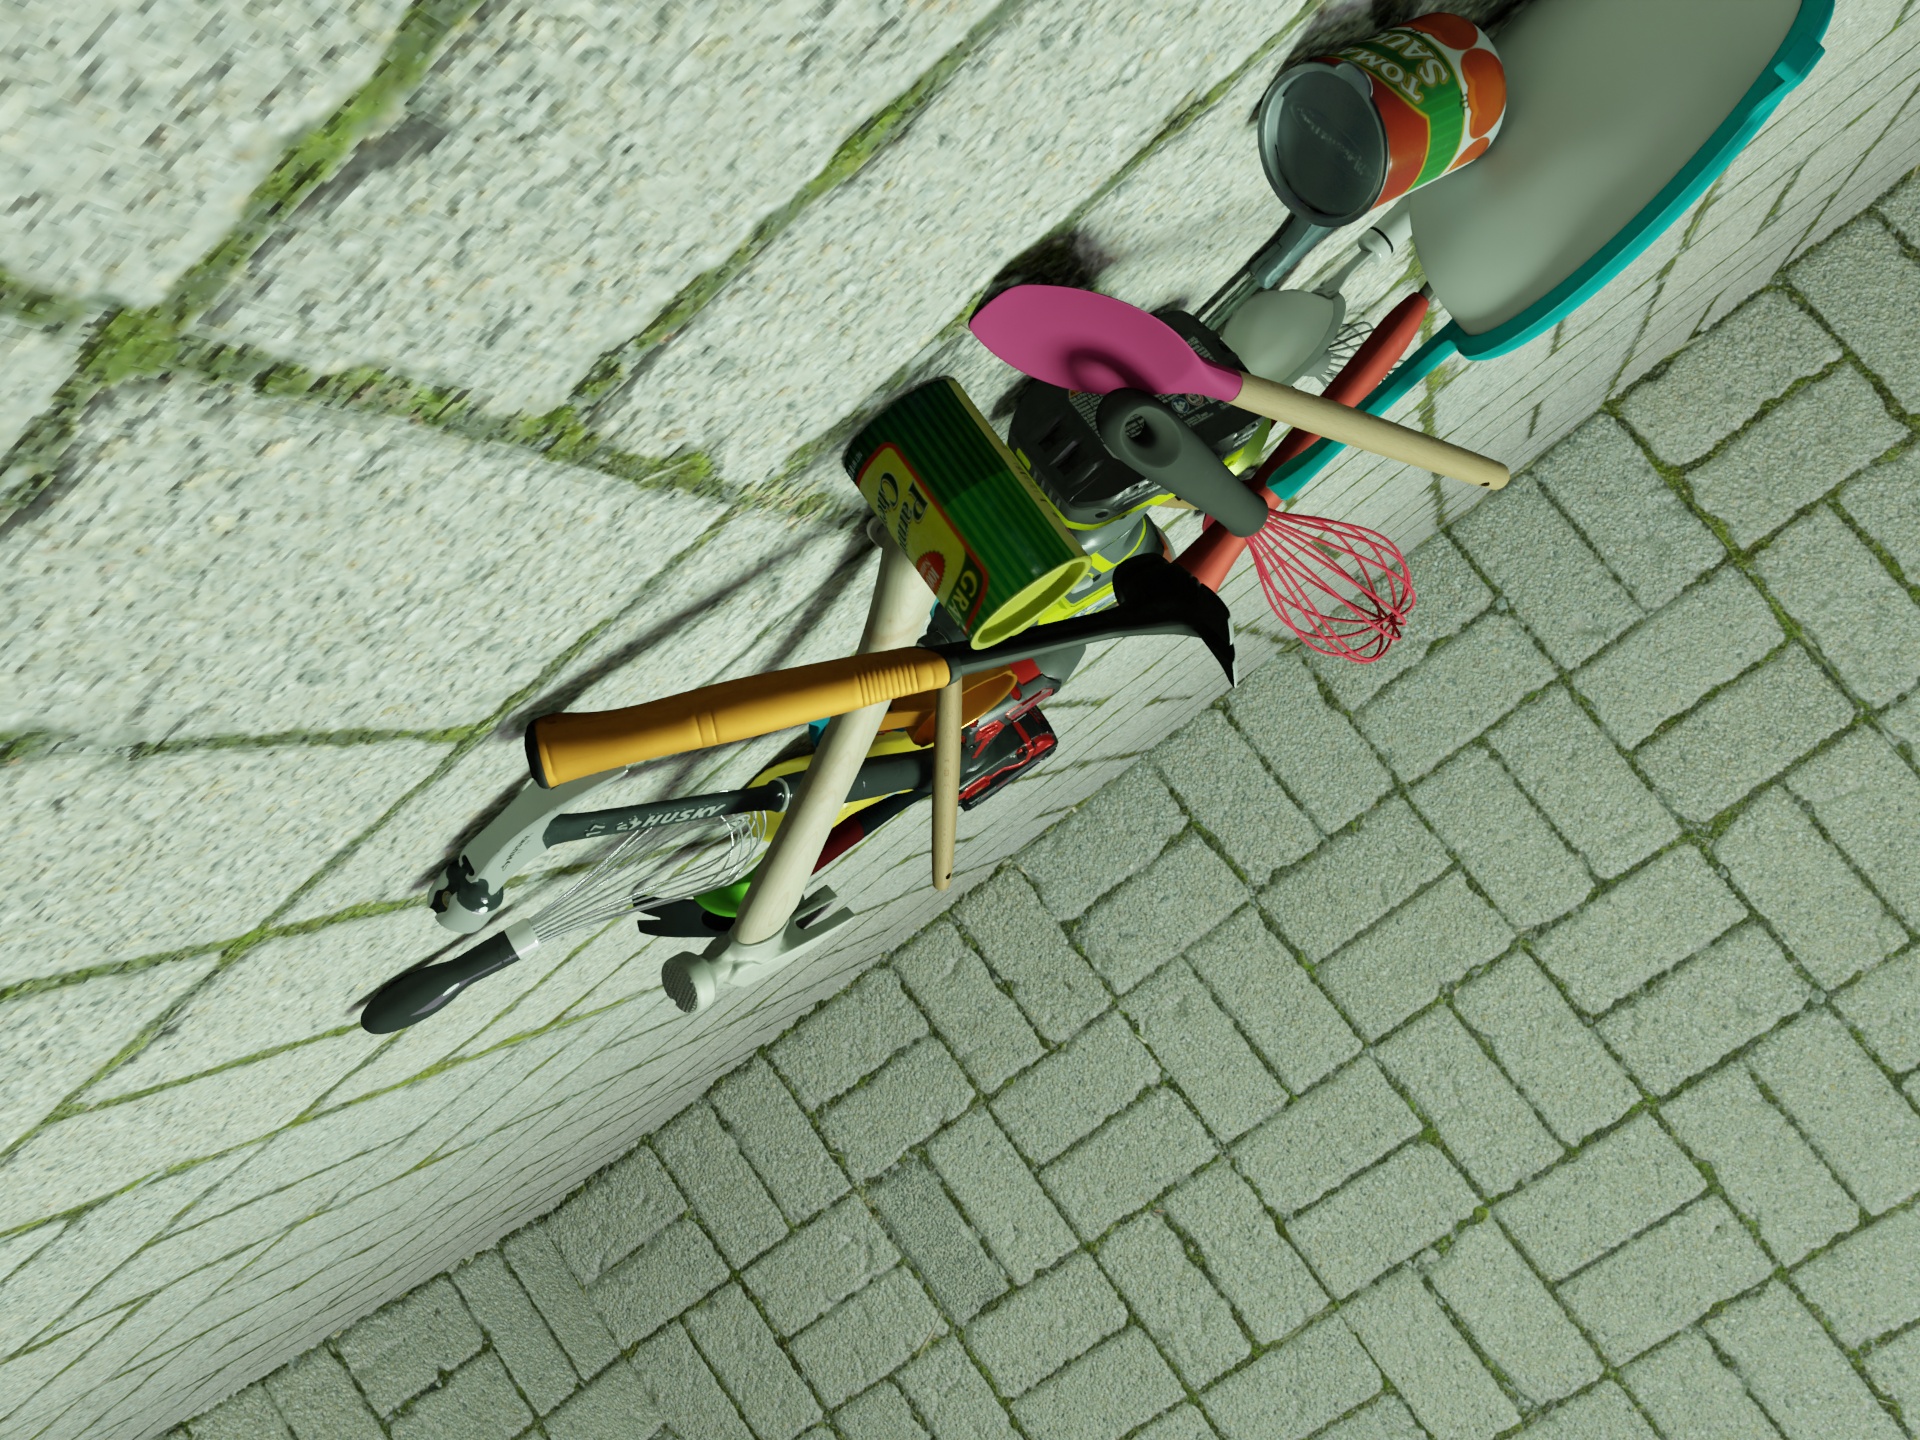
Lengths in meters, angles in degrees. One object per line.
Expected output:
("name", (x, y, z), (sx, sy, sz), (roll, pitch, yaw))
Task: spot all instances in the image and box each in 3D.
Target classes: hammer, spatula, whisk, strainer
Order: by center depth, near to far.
("hammer", (-0.038, -0.017, 0.760), (0.337, 0.034, 0.127), (-13, -157, -8))
("strainer", (0.243, -0.242, 0.771), (0.340, 0.095, 0.211), (-44, -170, 39))
("whisk", (0.154, -0.096, 0.800), (0.073, 0.073, 0.295), (-40, 143, 21))
("strainer", (0.221, -0.258, 0.879), (0.258, 0.050, 0.087), (-43, -153, 2))
("hammer", (-0.064, 0.017, 0.926), (0.146, 0.038, 0.410), (-25, 152, -44))
("hammer", (0.244, -0.213, 0.950), (0.359, 0.037, 0.149), (-50, 171, 0))
("hammer", (-0.123, 0.044, 0.983), (0.149, 0.036, 0.408), (-44, 160, 31))
("whisk", (0.230, -0.232, 1.022), (0.055, 0.055, 0.239), (-42, 165, 33))
("whisk", (-0.253, 0.124, 1.026), (0.284, 0.070, 0.070), (-28, 169, -14))
("spatula", (-0.002, -0.003, 1.045), (0.082, 0.044, 0.317), (-28, 136, -35))
("hammer", (-0.115, 0.098, 1.345), (0.143, 0.038, 0.386), (-4, -167, 25))

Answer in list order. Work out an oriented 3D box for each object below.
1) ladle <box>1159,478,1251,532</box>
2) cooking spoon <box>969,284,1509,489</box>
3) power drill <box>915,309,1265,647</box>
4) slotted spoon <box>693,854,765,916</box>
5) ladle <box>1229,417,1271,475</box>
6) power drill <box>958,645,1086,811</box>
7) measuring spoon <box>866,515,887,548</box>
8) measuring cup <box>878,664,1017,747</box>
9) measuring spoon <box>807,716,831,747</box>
("ladle", (0.178, -0.167, 1.210), (0.069, 0.031, 0.315), (-43, 167, 22))
("cooking spoon", (0.145, -0.149, 0.738), (0.318, 0.017, 0.069), (10, 159, -31))
("power drill", (0.063, -0.110, 0.876), (0.171, 0.080, 0.223), (-31, 166, -26))
("slotted spoon", (-0.130, 0.095, 1.210), (0.070, 0.031, 0.314), (-14, -171, 12))
("ladle", (0.105, -0.129, 1.053), (0.320, 0.062, 0.078), (133, -22, -63))
("power drill", (0.037, -0.012, 1.328), (0.143, 0.078, 0.219), (-34, 167, -16))
("measuring spoon", (-0.027, -0.099, 0.864), (0.034, 0.018, 0.124), (-46, 162, 10))
("measuring cup", (-0.034, -0.023, 1.093), (0.095, 0.052, 0.173), (-41, 162, 32))
("measuring spoon", (-0.099, -0.012, 1.032), (0.042, 0.021, 0.128), (-45, 161, 2))
